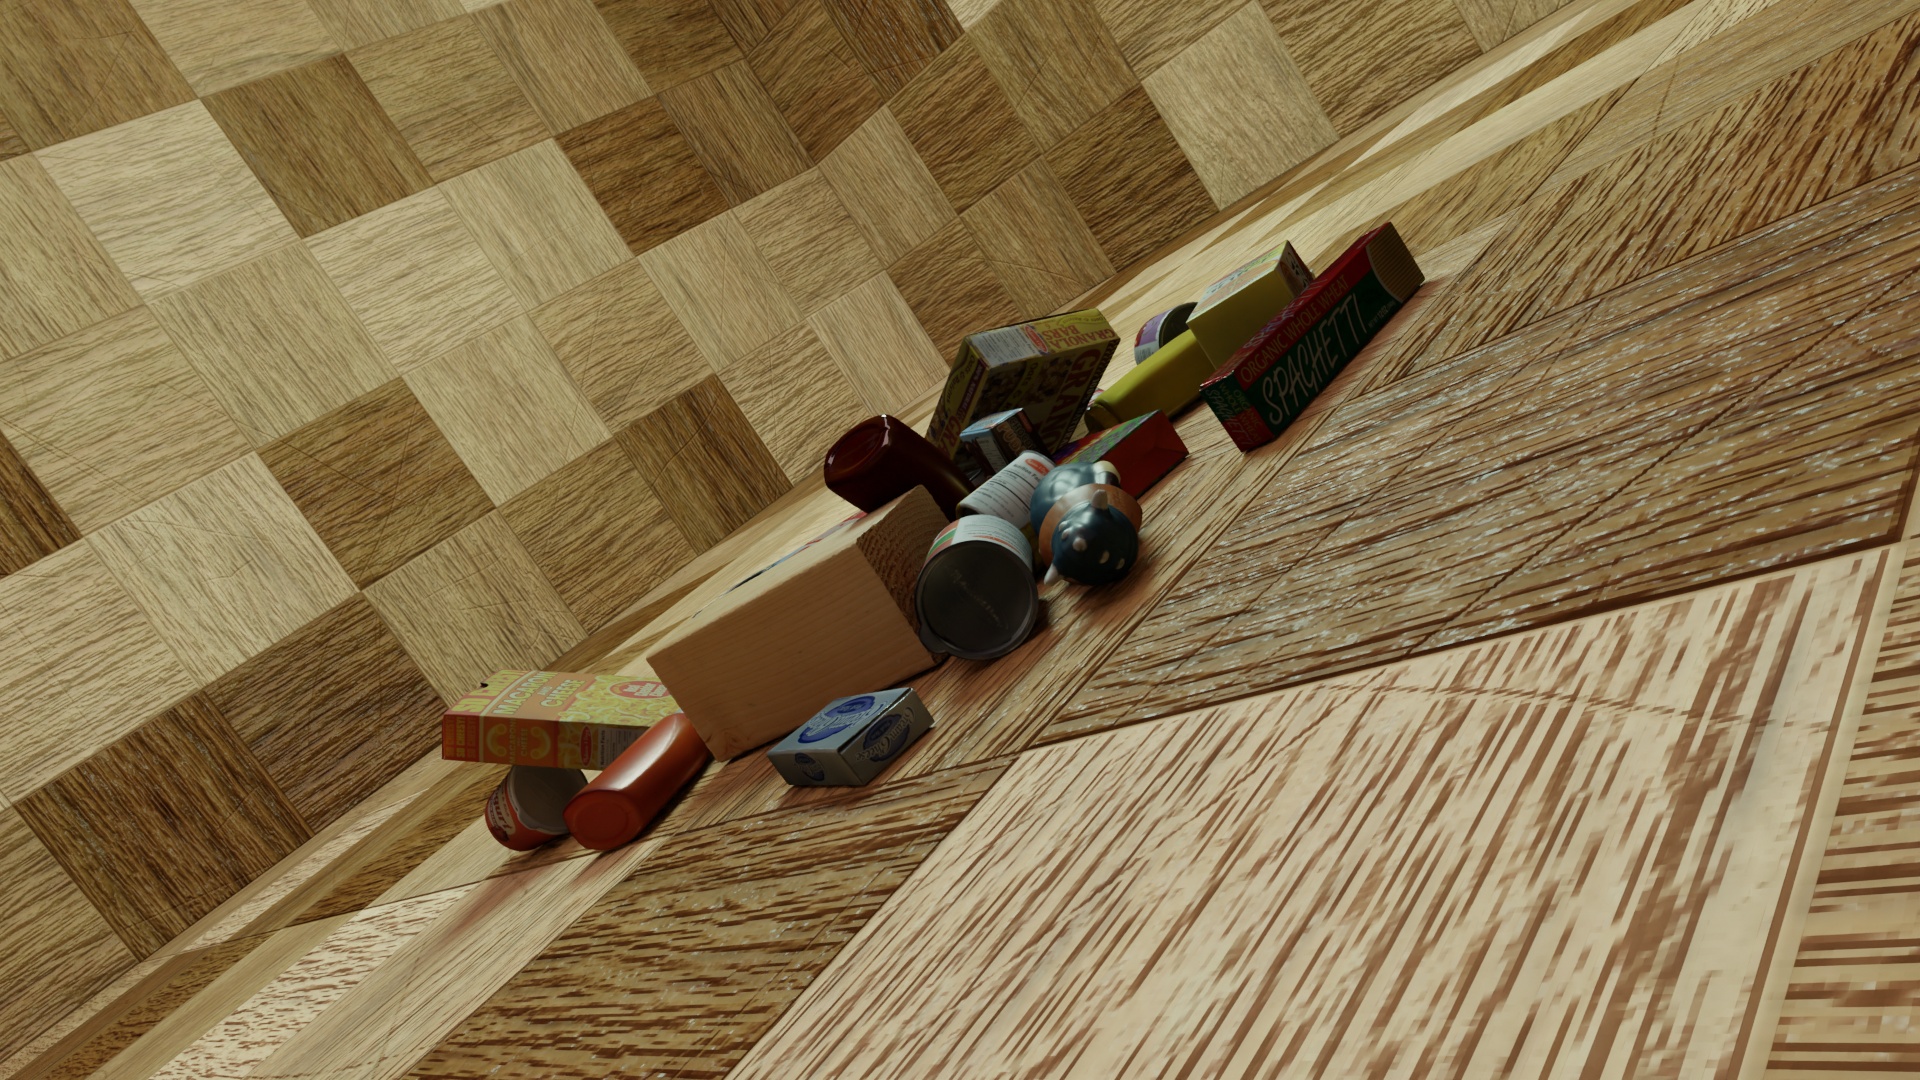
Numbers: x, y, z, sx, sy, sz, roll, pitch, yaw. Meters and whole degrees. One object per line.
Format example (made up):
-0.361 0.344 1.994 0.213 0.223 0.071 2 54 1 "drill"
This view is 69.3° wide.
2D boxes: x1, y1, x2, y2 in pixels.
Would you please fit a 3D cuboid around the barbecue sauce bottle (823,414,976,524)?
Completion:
-0.018 -0.026 0.920 0.064 0.148 0.044 -30 46 29 "barbecue sauce bottle"

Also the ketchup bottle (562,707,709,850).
-0.204 0.151 0.947 0.064 0.043 0.149 -23 12 28 "ketchup bottle"

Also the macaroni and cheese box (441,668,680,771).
-0.291 0.135 1.062 0.166 0.040 0.124 4 10 0 "macaroni and cheese box"

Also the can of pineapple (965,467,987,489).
0.004 -0.013 1.037 0.071 0.058 0.071 -33 8 5 "can of pineapple"

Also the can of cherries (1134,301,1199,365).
0.188 -0.164 1.168 0.071 0.071 0.058 -36 7 -13 "can of cherries"

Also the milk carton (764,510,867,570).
-0.097 0.031 1.117 0.190 0.073 0.072 -30 9 19 "milk carton"

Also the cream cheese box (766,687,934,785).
-0.060 0.104 0.733 0.053 0.024 0.103 -39 10 -28 "cream cheese box"

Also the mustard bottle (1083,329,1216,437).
0.146 -0.112 1.091 0.160 0.048 0.065 -37 9 -11 "mustard bottle"

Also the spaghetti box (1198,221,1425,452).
0.234 -0.137 0.902 0.028 0.050 0.251 -26 12 49 "spaghetti box"

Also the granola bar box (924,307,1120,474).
0.039 -0.099 1.069 0.124 0.039 0.164 -17 -30 -31 "granola bar box"

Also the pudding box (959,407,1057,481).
0.032 -0.063 0.967 0.030 0.049 0.083 -34 9 -11 "pudding box"

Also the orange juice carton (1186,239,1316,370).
0.225 -0.167 1.023 0.071 0.073 0.193 -30 9 24 "orange juice carton"

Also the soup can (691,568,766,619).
-0.151 0.075 1.035 0.071 0.083 0.071 -33 8 5 "soup can"

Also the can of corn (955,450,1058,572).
0.040 -0.012 0.884 0.058 0.071 0.071 -38 9 -19 "can of corn"

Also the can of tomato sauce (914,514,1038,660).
0.009 0.026 0.780 0.071 0.071 0.083 -33 8 8 "can of tomato sauce"

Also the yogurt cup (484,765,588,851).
-0.323 0.200 1.052 0.053 0.072 0.073 -38 5 33 "yogurt cup"

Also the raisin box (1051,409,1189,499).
0.086 -0.041 0.956 0.086 0.040 0.123 -39 11 -28 "raisin box"
